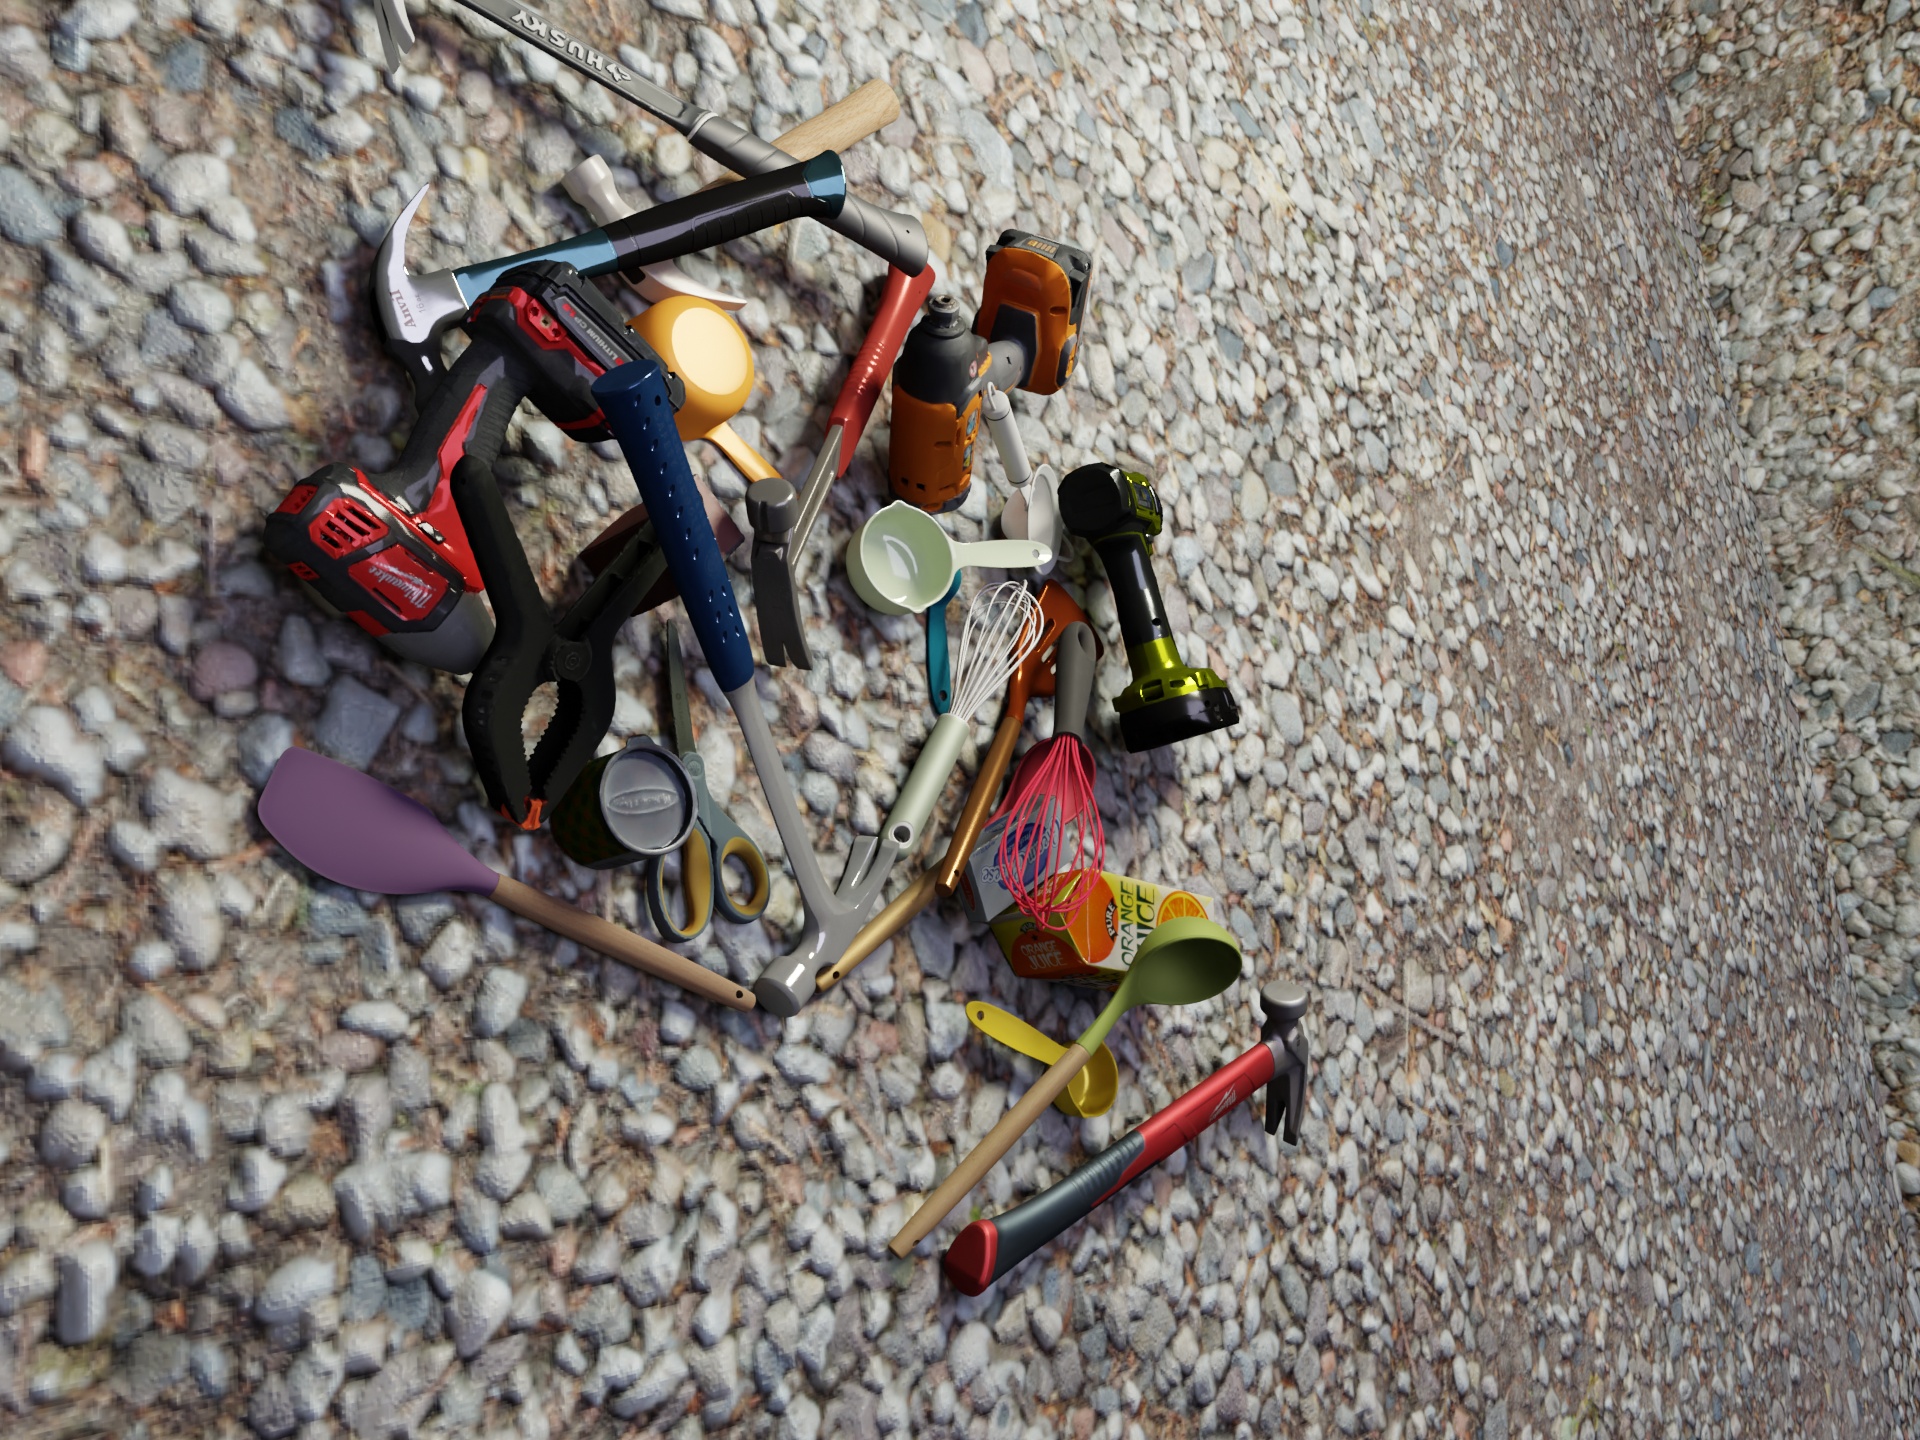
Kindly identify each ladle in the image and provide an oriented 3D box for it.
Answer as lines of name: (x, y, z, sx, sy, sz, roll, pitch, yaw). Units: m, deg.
ladle: (0.074, 0.249, 1.080, 0.320, 0.062, 0.078, -42, 138, -23)
ladle: (-0.001, 0.101, 1.130, 0.315, 0.031, 0.069, -38, 111, -42)

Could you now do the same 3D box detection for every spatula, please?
spatula: (0.038, 0.013, 1.161, 0.081, 0.041, 0.323, 52, 35, -21)
spatula: (-0.242, 0.105, 0.896, 0.315, 0.018, 0.060, 32, 58, -33)

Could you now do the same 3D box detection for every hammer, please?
hammer: (-0.138, -0.390, 1.139, 0.130, 0.031, 0.331, 56, 46, -17)
hammer: (-0.077, -0.206, 1.115, 0.149, 0.037, 0.359, 88, 14, -48)
hammer: (-0.206, -0.294, 0.985, 0.331, 0.033, 0.128, -29, 99, -30)
hammer: (0.137, 0.328, 1.177, 0.386, 0.038, 0.143, -21, 118, -41)
hammer: (-0.187, -0.397, 1.047, 0.408, 0.036, 0.149, 21, 58, -33)
hammer: (-0.126, -0.018, 0.937, 0.144, 0.035, 0.405, -52, 137, -43)

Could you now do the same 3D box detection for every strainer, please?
strainer: (0.043, -0.181, 1.186, 0.258, 0.050, 0.087, 60, 37, -66)

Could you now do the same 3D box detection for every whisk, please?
whisk: (-0.002, -0.004, 1.142, 0.057, 0.059, 0.246, 30, 63, -7)
whisk: (0.074, 0.029, 1.136, 0.073, 0.073, 0.296, 43, 37, -28)

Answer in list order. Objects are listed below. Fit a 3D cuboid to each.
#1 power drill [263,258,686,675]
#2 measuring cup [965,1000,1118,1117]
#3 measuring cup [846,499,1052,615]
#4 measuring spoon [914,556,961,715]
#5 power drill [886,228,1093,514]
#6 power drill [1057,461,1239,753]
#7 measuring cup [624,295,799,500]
power drill: (-0.260, -0.134, 0.880, 0.143, 0.079, 0.220, 46, 67, -32)
measuring cup: (0.052, 0.238, 1.143, 0.156, 0.029, 0.062, 35, 56, -30)
measuring cup: (-0.009, -0.116, 1.159, 0.167, 0.038, 0.083, -6, 81, -34)
measuring spoon: (-0.011, -0.067, 1.173, 0.042, 0.021, 0.129, 10, 72, -43)
power drill: (0.019, -0.275, 1.176, 0.227, 0.084, 0.164, -54, 160, -40)
power drill: (0.153, -0.093, 1.290, 0.171, 0.080, 0.223, -6, 79, -69)
measuring cup: (-0.151, -0.205, 1.054, 0.173, 0.052, 0.095, 45, 50, -23)
